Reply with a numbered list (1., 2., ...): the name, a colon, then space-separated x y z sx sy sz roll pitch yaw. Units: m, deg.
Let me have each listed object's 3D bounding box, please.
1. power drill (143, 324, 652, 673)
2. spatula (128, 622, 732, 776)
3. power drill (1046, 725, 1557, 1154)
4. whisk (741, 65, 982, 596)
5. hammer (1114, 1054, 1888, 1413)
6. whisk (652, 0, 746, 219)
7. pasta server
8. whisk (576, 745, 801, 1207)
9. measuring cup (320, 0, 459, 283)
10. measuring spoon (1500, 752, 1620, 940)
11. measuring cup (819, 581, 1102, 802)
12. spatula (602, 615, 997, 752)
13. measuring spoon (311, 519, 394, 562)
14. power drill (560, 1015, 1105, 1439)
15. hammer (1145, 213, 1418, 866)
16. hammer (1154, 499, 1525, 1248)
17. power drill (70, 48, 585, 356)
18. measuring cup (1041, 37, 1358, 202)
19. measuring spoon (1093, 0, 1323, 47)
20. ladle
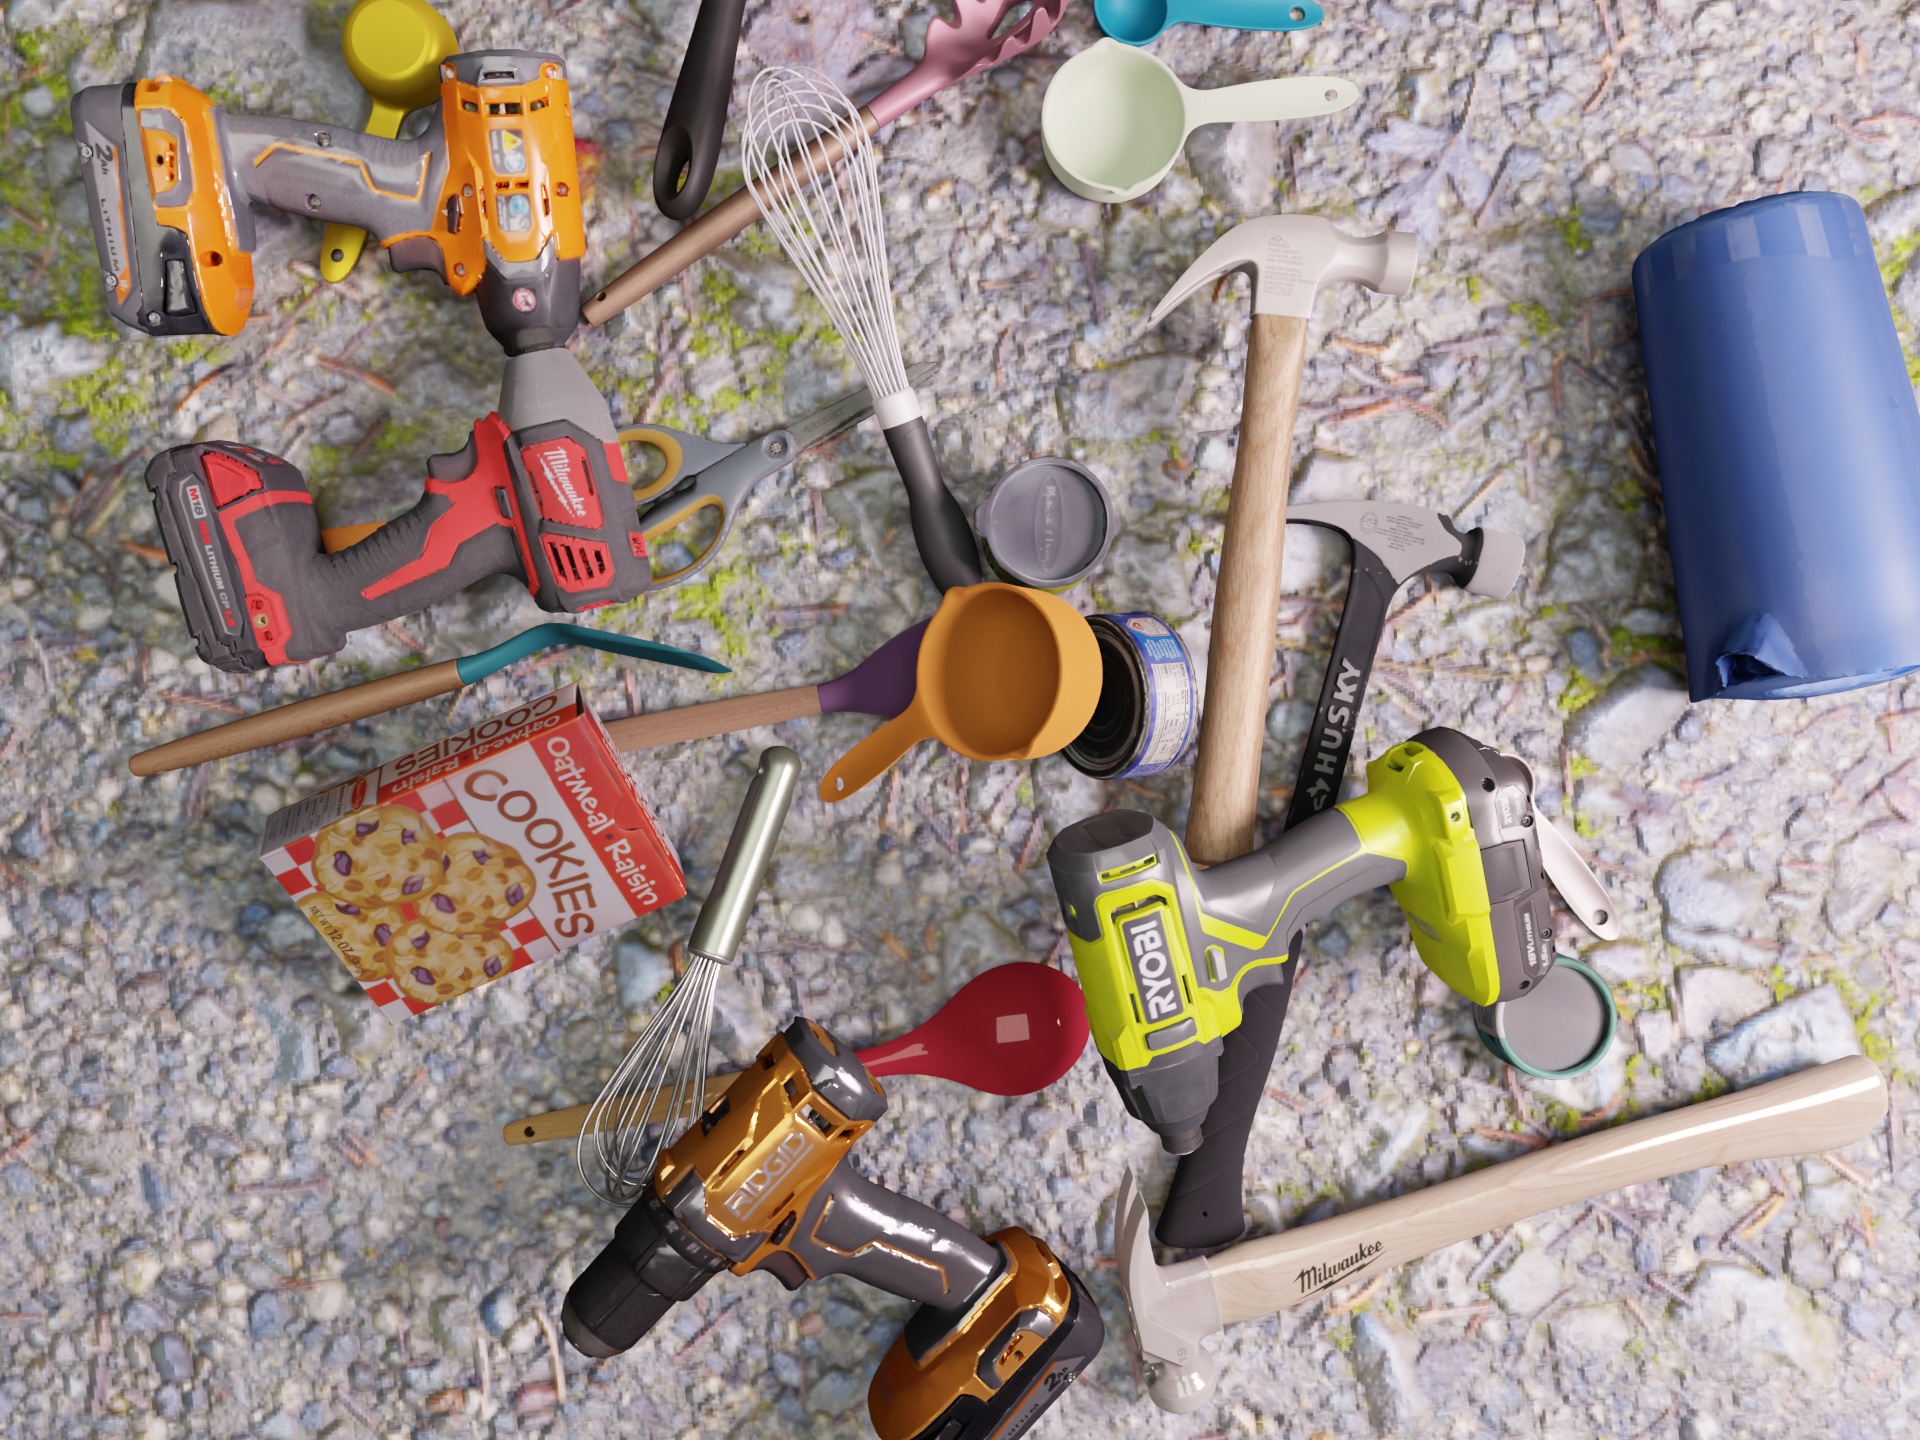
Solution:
1. power drill: -0.276 -0.109 0.799 0.219 0.078 0.143 -13 98 0
2. spatula: -0.280 -0.008 0.822 0.317 0.082 0.044 -15 84 4
3. power drill: 0.166 0.105 0.773 0.223 0.080 0.171 -18 106 -9
4. whisk: -0.044 -0.189 0.809 0.070 0.070 0.284 -20 103 -1
5. hammer: 0.280 0.237 0.817 0.410 0.038 0.146 -16 118 -5
6. whisk: -0.115 -0.404 0.822 0.073 0.073 0.296 13 91 -1
7. pasta server: -0.071 -0.307 0.836 0.316 0.040 0.060 -35 65 0
8. whisk: -0.132 0.128 0.814 0.059 0.058 0.246 24 77 -20
9. measuring cup: -0.311 -0.307 0.834 0.062 0.029 0.156 18 90 -1
10. measuring spoon: 0.314 0.069 0.854 0.034 0.018 0.124 -38 97 -2
11. measuring cup: -0.001 -0.003 0.815 0.173 0.052 0.095 -36 69 32
12. spatula: -0.100 -0.009 0.841 0.316 0.018 0.060 -11 86 -3
13. measuring spoon: -0.308 -0.096 0.841 0.117 0.011 0.021 -11 90 -1
14. power drill: -0.063 0.280 0.779 0.185 0.084 0.226 -46 108 -3
15. hammer: 0.146 -0.091 0.808 0.130 0.031 0.331 7 90 3
16. hammer: 0.171 0.080 0.839 0.149 0.036 0.409 16 89 0
17. power drill: -0.305 -0.246 0.802 0.226 0.084 0.164 -5 107 -7
18. measuring cup: 0.124 -0.318 0.841 0.167 0.038 0.083 -7 90 -3
19. measuring spoon: 0.132 -0.378 0.855 0.128 0.021 0.042 -2 89 -10
20. ladle: -0.085 0.186 0.837 0.315 0.031 0.069 -12 87 0
